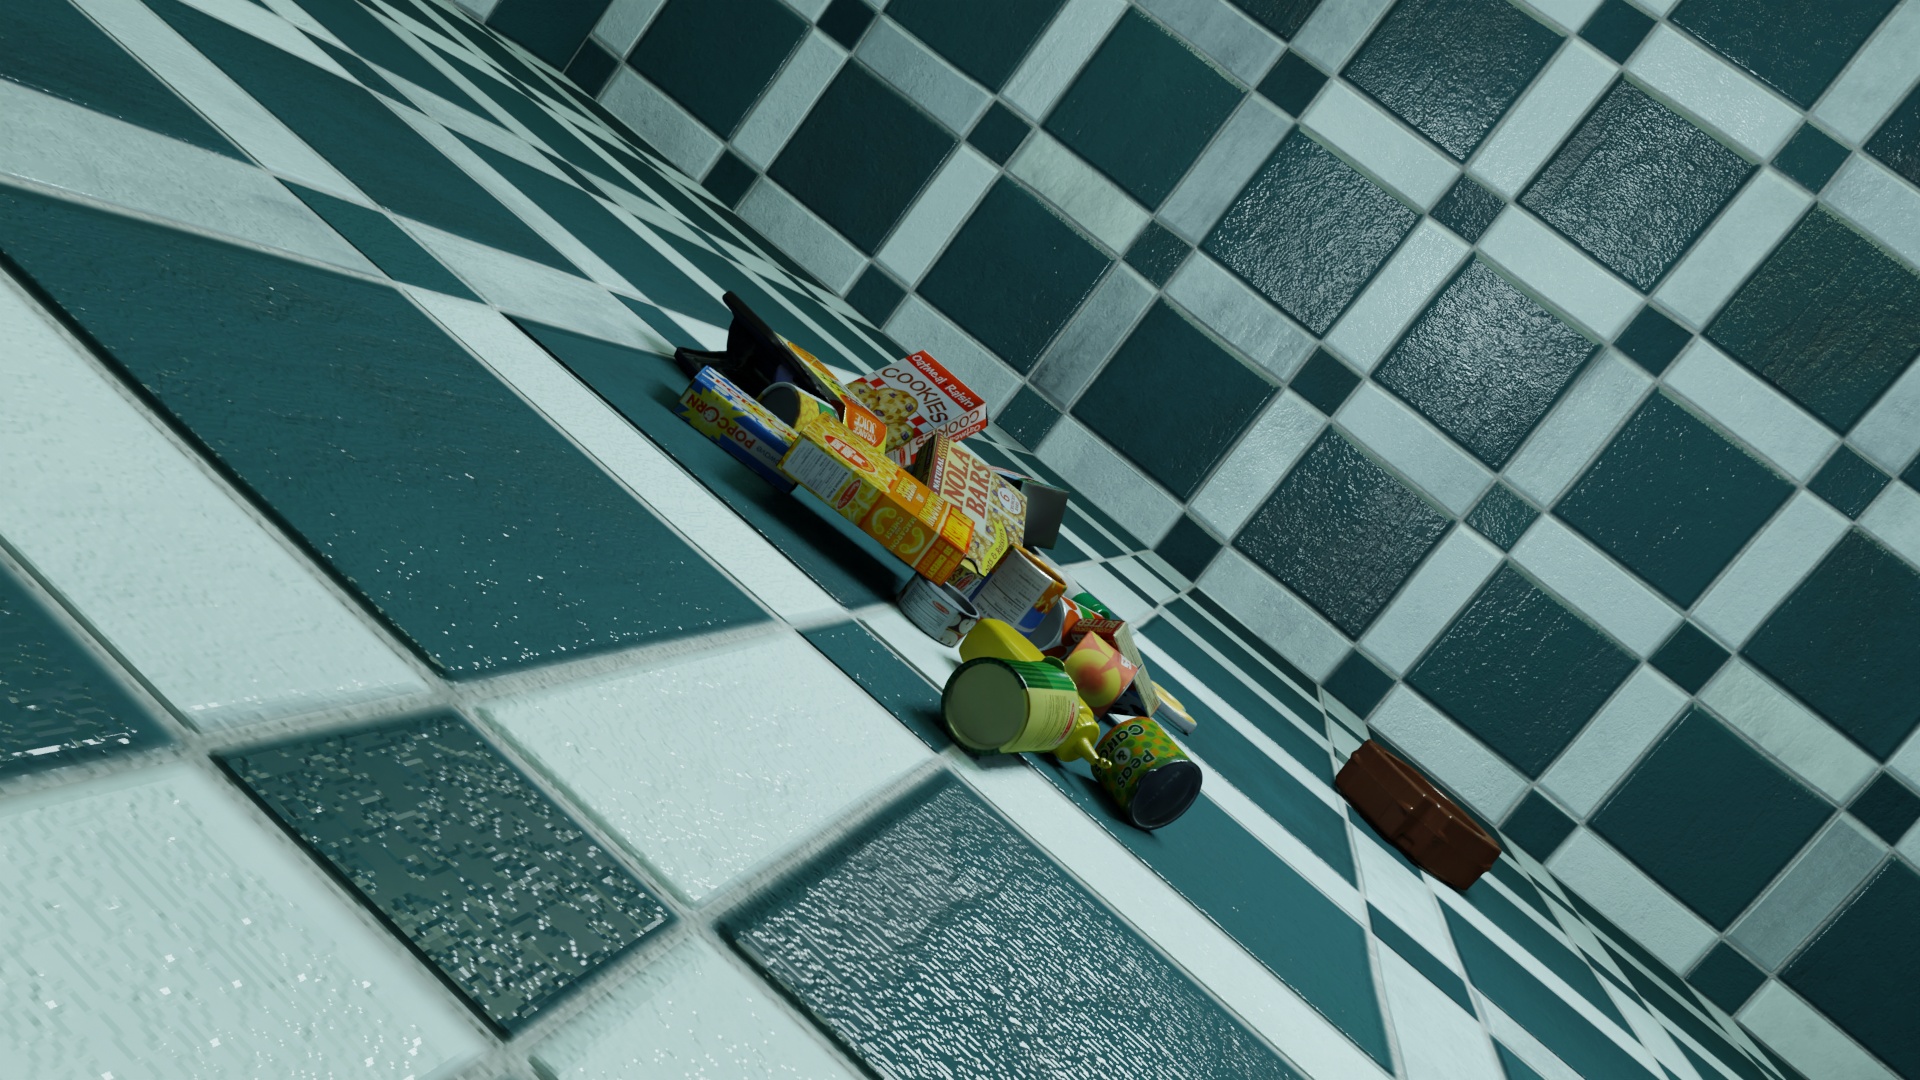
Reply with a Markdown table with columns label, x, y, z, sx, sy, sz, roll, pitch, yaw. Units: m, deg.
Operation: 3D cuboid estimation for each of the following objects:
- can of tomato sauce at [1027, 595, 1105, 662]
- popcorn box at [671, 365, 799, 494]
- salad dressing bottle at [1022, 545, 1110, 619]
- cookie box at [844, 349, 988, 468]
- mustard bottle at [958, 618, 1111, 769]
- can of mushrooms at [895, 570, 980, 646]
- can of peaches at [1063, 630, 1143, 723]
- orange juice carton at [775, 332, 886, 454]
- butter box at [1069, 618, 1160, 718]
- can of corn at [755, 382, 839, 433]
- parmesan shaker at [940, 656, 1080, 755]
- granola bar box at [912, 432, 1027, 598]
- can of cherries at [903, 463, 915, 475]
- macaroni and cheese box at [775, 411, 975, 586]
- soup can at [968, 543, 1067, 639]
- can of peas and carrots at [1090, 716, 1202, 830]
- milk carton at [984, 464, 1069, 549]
| label | x | y | z | sx | sy | sz | roll | pitch | yaw |
| --- | --- | --- | --- | --- | --- | --- | --- | --- | --- |
| can of tomato sauce | 0.096 | 0.090 | 1.334 | 0.083 | 0.071 | 0.071 | 28 | 13 | -47 |
| popcorn box | -0.190 | -0.099 | 1.236 | 0.126 | 0.038 | 0.085 | 37 | 10 | -11 |
| salad dressing bottle | 0.112 | 0.056 | 1.599 | 0.148 | 0.044 | 0.064 | 40 | 6 | 41 |
| cookie box | -0.072 | -0.138 | 1.543 | 0.123 | 0.168 | 0.040 | 44 | -30 | 35 |
| mustard bottle | 0.062 | 0.125 | 1.072 | 0.065 | 0.048 | 0.161 | 28 | 14 | -49 |
| can of mushrooms | -0.018 | 0.056 | 1.152 | 0.071 | 0.033 | 0.071 | 37 | 9 | -6 |
| can of peaches | 0.120 | 0.121 | 1.249 | 0.058 | 0.071 | 0.071 | 38 | 8 | 7 |
| orange juice carton | -0.147 | -0.131 | 1.456 | 0.193 | 0.073 | 0.072 | 45 | 11 | 37 |
| butter box | 0.145 | 0.119 | 1.299 | 0.053 | 0.024 | 0.103 | 0 | -54 | 42 |
| can of corn | -0.160 | -0.109 | 1.330 | 0.071 | 0.071 | 0.058 | 45 | 11 | 36 |
| parmesan shaker | 0.036 | 0.112 | 0.960 | 0.071 | 0.071 | 0.103 | 42 | 10 | 22 |
| granola bar box | 0.005 | -0.017 | 1.379 | 0.124 | 0.039 | 0.166 | 35 | 35 | -20 |
| can of cherries | -0.078 | -0.101 | 1.596 | 0.071 | 0.071 | 0.058 | 44 | 10 | 34 |
| macaroni and cheese box | -0.068 | -0.037 | 1.172 | 0.166 | 0.040 | 0.124 | 37 | 13 | -5 |
| soup can | 0.047 | 0.054 | 1.255 | 0.071 | 0.083 | 0.071 | 37 | 8 | -6 |
| can of peas and carrots | 0.140 | 0.177 | 1.062 | 0.071 | 0.071 | 0.059 | 31 | 10 | -41 |
| milk carton | 0.040 | -0.049 | 1.659 | 0.072 | 0.073 | 0.191 | 11 | 7 | -33 |
